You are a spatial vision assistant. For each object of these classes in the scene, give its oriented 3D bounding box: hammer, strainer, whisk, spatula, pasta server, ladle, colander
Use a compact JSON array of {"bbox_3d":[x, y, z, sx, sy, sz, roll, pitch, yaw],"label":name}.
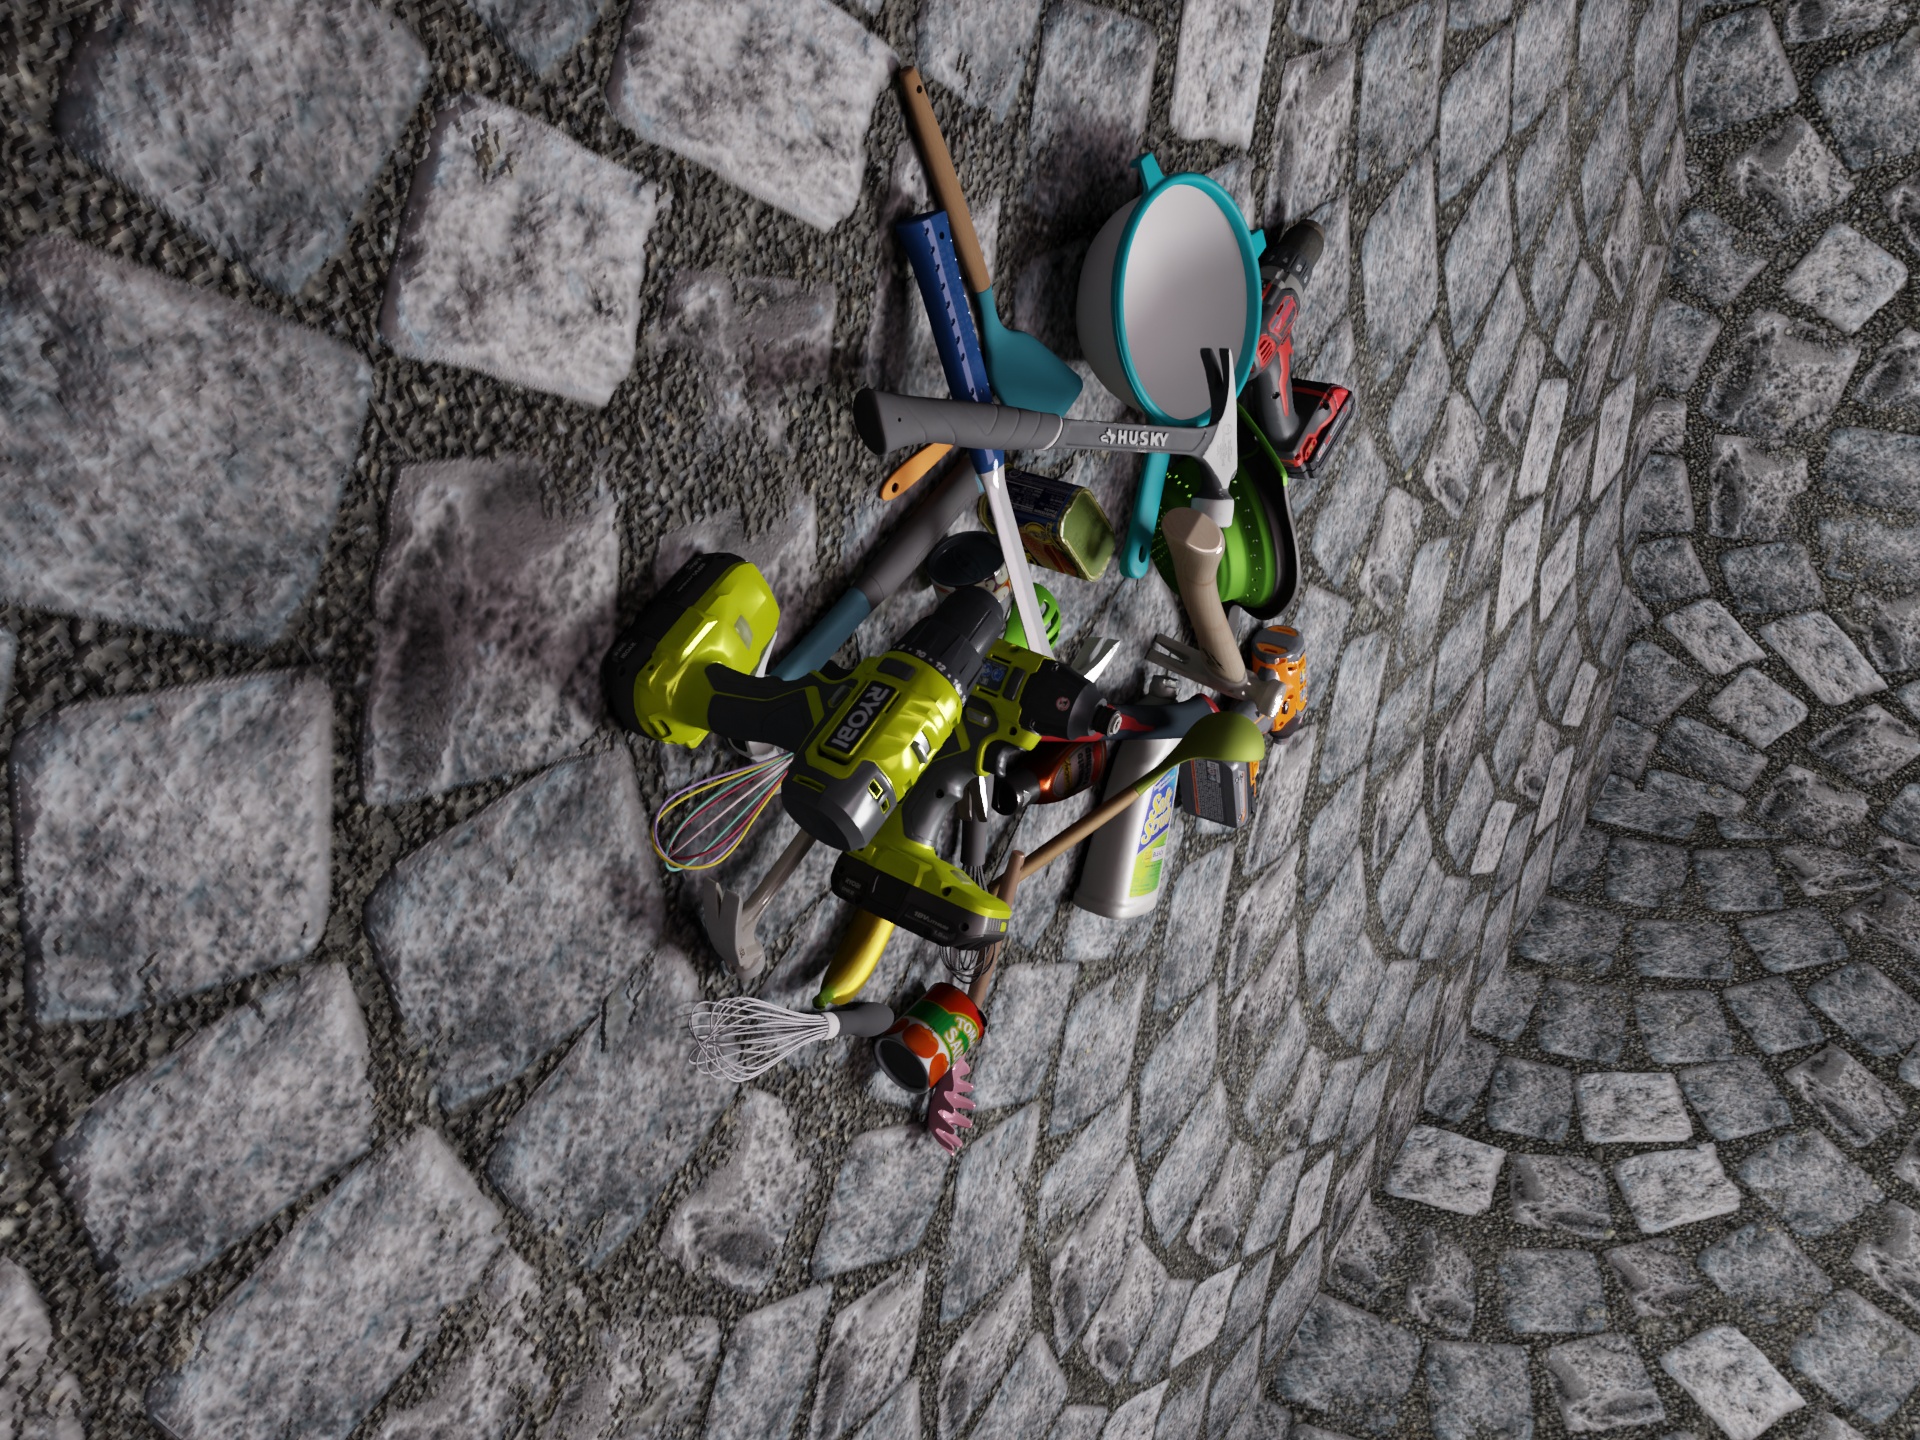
[{"bbox_3d":[-0.081,0.033,1.241,0.359,0.037,0.149,-55,164,-27],"label":"hammer"},{"bbox_3d":[0.131,0.017,1.502,0.386,0.038,0.143,1,92,-49],"label":"hammer"},{"bbox_3d":[0.082,-0.224,1.215,0.408,0.036,0.149,-5,104,-43],"label":"hammer"},{"bbox_3d":[0.151,-0.292,1.362,0.210,0.095,0.340,11,91,-48],"label":"strainer"},{"bbox_3d":[0.012,0.128,1.447,0.055,0.055,0.239,-17,116,-51],"label":"whisk"},{"bbox_3d":[-0.069,-0.100,1.219,0.331,0.033,0.128,-51,144,-28],"label":"hammer"},{"bbox_3d":[0.018,-0.349,1.204,0.082,0.044,0.317,-52,142,-21],"label":"spatula"},{"bbox_3d":[-0.128,0.253,1.298,0.284,0.070,0.070,12,96,-62],"label":"whisk"},{"bbox_3d":[0.029,-0.186,1.222,0.144,0.035,0.405,-35,119,-36],"label":"hammer"},{"bbox_3d":[-0.129,0.039,1.133,0.245,0.047,0.051,-39,137,-46],"label":"whisk"},{"bbox_3d":[0.216,-0.102,1.457,0.038,0.146,0.410,-61,160,-8],"label":"hammer"},{"bbox_3d":[0.020,0.270,1.519,0.060,0.040,0.316,-29,136,-67],"label":"pasta server"},{"bbox_3d":[0.151,0.092,1.519,0.320,0.078,0.062,-35,110,-4],"label":"ladle"},{"bbox_3d":[0.240,-0.139,1.598,0.094,0.205,0.396,-20,148,-10],"label":"colander"}]

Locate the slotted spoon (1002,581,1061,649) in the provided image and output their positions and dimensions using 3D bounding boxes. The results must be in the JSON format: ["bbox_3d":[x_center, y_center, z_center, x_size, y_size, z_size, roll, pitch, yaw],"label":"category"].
[{"bbox_3d":[-0.002,-0.004,1.304,0.314,0.031,0.070,-49,130,-30],"label":"slotted spoon"}]

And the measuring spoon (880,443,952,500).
[{"bbox_3d":[-0.024,-0.204,1.248,0.117,0.011,0.021,-44,139,-34],"label":"measuring spoon"}]

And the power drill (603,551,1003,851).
[{"bbox_3d":[-0.098,-0.032,1.026,0.191,0.229,0.080,-54,144,-24],"label":"power drill"}]

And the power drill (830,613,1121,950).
[{"bbox_3d":[0.009,0.050,1.182,0.223,0.171,0.080,-68,157,0],"label":"power drill"}]

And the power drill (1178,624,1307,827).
[{"bbox_3d":[0.336,0.018,1.841,0.226,0.084,0.164,-51,143,-34],"label":"power drill"}]

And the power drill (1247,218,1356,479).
[{"bbox_3d":[0.340,-0.380,1.640,0.188,0.080,0.226,-59,143,-18],"label":"power drill"}]
